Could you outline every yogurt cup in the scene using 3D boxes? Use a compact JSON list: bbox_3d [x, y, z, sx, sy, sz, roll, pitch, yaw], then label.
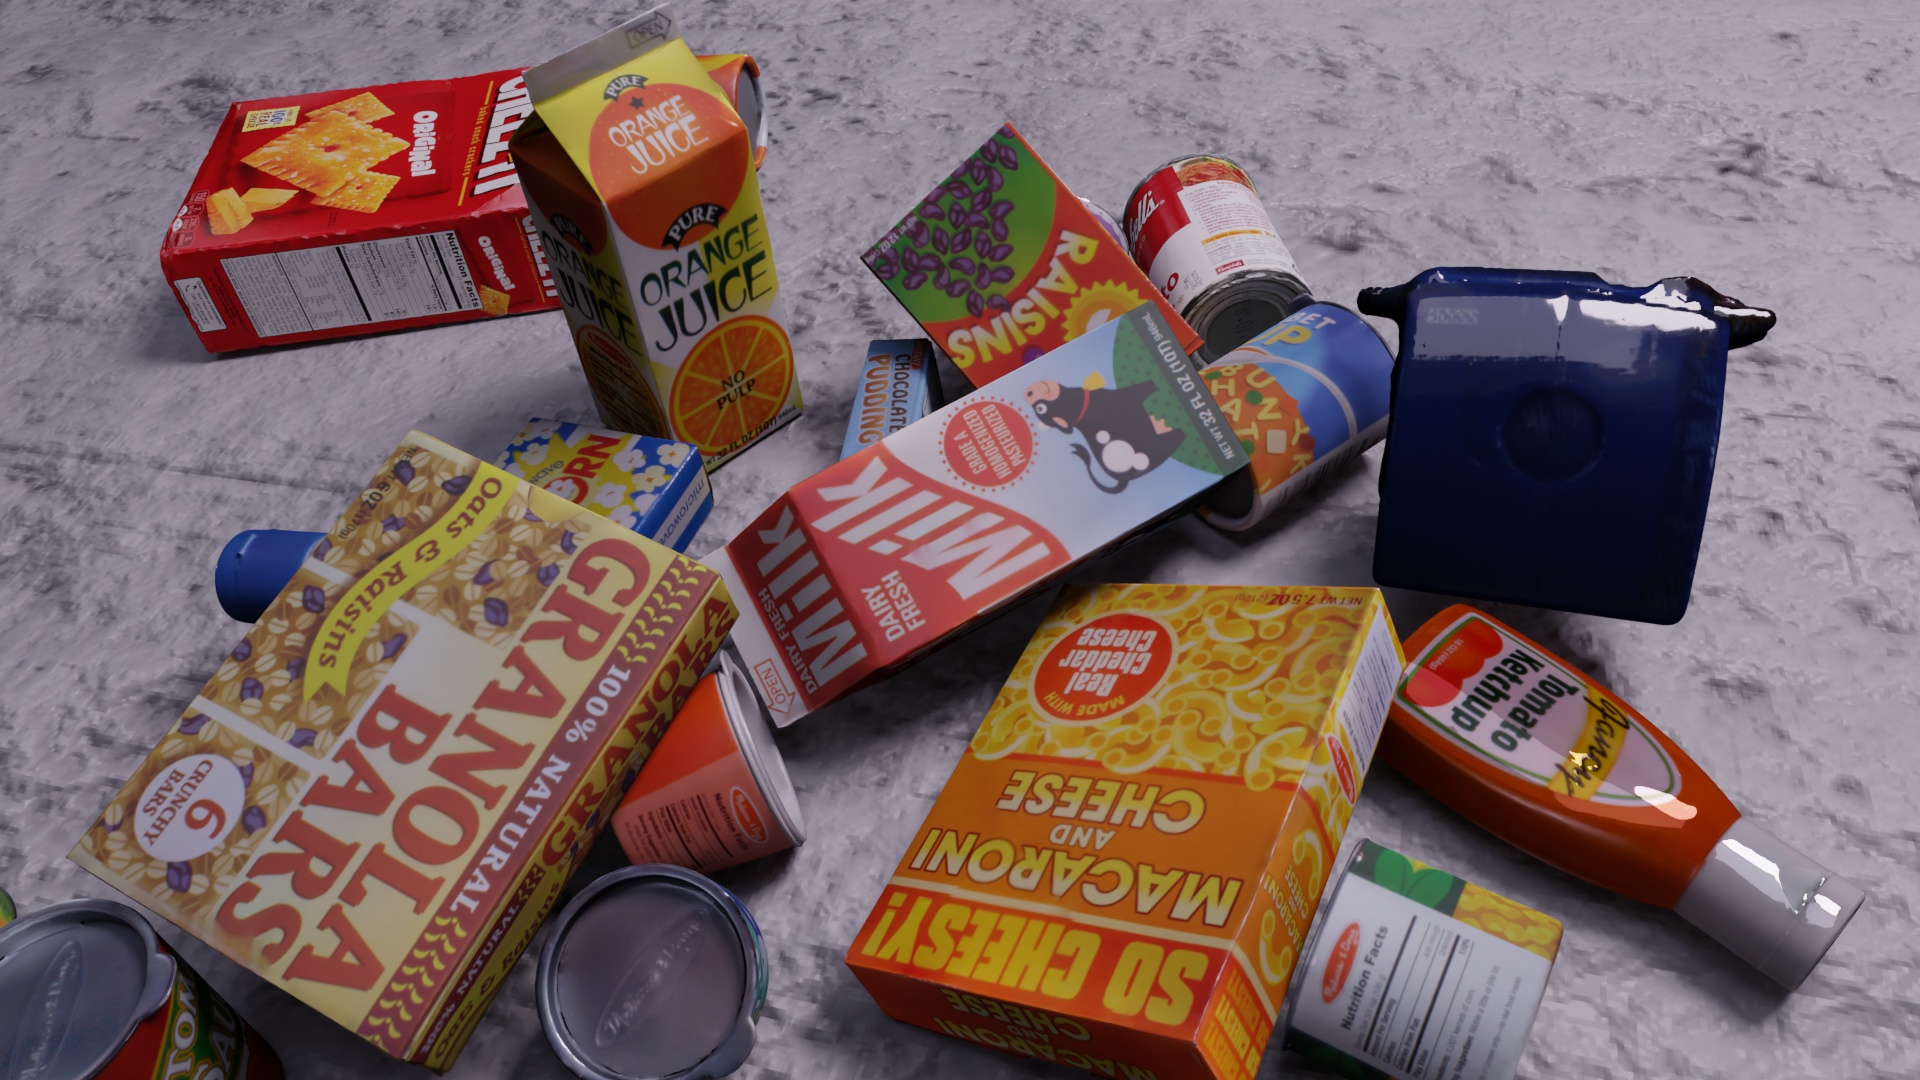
[{"bbox_3d":[-0.089,0.083,0.473,0.054,0.072,0.073,-24,47,-5],"label":"yogurt cup"}]

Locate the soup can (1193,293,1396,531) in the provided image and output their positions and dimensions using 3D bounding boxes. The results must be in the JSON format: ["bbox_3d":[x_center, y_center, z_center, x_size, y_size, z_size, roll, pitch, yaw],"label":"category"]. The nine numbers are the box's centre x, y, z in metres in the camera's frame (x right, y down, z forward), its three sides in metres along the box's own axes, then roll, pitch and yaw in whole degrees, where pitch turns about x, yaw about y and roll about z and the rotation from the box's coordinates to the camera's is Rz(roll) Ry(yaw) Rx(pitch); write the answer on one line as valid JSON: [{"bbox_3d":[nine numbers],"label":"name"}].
[{"bbox_3d":[0.129,-0.054,0.575,0.084,0.071,0.071,-31,49,-21],"label":"soup can"}]

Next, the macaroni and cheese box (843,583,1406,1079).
[{"bbox_3d":[0.057,0.084,0.441,0.123,0.040,0.167,-1,41,38],"label":"macaroni and cheese box"}]

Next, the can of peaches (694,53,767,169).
[{"bbox_3d":[-0.148,-0.247,0.806,0.058,0.071,0.071,1,45,8],"label":"can of peaches"}]

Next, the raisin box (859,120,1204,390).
[{"bbox_3d":[0.031,-0.102,0.592,0.086,0.040,0.123,-41,87,6],"label":"raisin box"}]

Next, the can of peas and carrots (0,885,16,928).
[{"bbox_3d":[-0.339,0.144,0.439,0.071,0.070,0.059,-23,47,-15],"label":"can of peas and carrots"}]

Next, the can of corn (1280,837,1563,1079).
[{"bbox_3d":[0.133,0.127,0.399,0.058,0.070,0.071,21,51,25],"label":"can of corn"}]

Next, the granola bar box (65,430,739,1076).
[{"bbox_3d":[-0.166,0.058,0.433,0.124,0.039,0.166,24,65,14],"label":"granola bar box"}]

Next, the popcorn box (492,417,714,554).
[{"bbox_3d":[-0.170,0.006,0.577,0.085,0.038,0.127,11,48,17],"label":"popcorn box"}]

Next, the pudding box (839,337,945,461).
[{"bbox_3d":[-0.027,-0.044,0.599,0.030,0.049,0.084,-1,45,9],"label":"pudding box"}]

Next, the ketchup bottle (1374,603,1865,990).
[{"bbox_3d":[0.206,0.081,0.448,0.065,0.043,0.149,-36,52,-23],"label":"ketchup bottle"}]

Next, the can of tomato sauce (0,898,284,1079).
[{"bbox_3d":[-0.247,0.155,0.407,0.071,0.082,0.071,-4,45,4],"label":"can of tomato sauce"}]

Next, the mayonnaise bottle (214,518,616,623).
[{"bbox_3d":[-0.199,0.017,0.514,0.148,0.041,0.065,3,48,12],"label":"mayonnaise bottle"}]

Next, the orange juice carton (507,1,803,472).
[{"bbox_3d":[-0.130,-0.124,0.593,0.072,0.191,0.073,-37,53,-27],"label":"orange juice carton"}]

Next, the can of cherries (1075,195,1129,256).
[{"bbox_3d":[0.042,-0.121,0.653,0.071,0.071,0.059,5,47,12],"label":"can of cherries"}]

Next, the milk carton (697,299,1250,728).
[{"bbox_3d":[0.002,-0.006,0.515,0.191,0.073,0.072,-28,82,-8],"label":"milk carton"}]

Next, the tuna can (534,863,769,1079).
[{"bbox_3d":[-0.091,0.135,0.425,0.071,0.032,0.071,0,72,0],"label":"tuna can"}]
